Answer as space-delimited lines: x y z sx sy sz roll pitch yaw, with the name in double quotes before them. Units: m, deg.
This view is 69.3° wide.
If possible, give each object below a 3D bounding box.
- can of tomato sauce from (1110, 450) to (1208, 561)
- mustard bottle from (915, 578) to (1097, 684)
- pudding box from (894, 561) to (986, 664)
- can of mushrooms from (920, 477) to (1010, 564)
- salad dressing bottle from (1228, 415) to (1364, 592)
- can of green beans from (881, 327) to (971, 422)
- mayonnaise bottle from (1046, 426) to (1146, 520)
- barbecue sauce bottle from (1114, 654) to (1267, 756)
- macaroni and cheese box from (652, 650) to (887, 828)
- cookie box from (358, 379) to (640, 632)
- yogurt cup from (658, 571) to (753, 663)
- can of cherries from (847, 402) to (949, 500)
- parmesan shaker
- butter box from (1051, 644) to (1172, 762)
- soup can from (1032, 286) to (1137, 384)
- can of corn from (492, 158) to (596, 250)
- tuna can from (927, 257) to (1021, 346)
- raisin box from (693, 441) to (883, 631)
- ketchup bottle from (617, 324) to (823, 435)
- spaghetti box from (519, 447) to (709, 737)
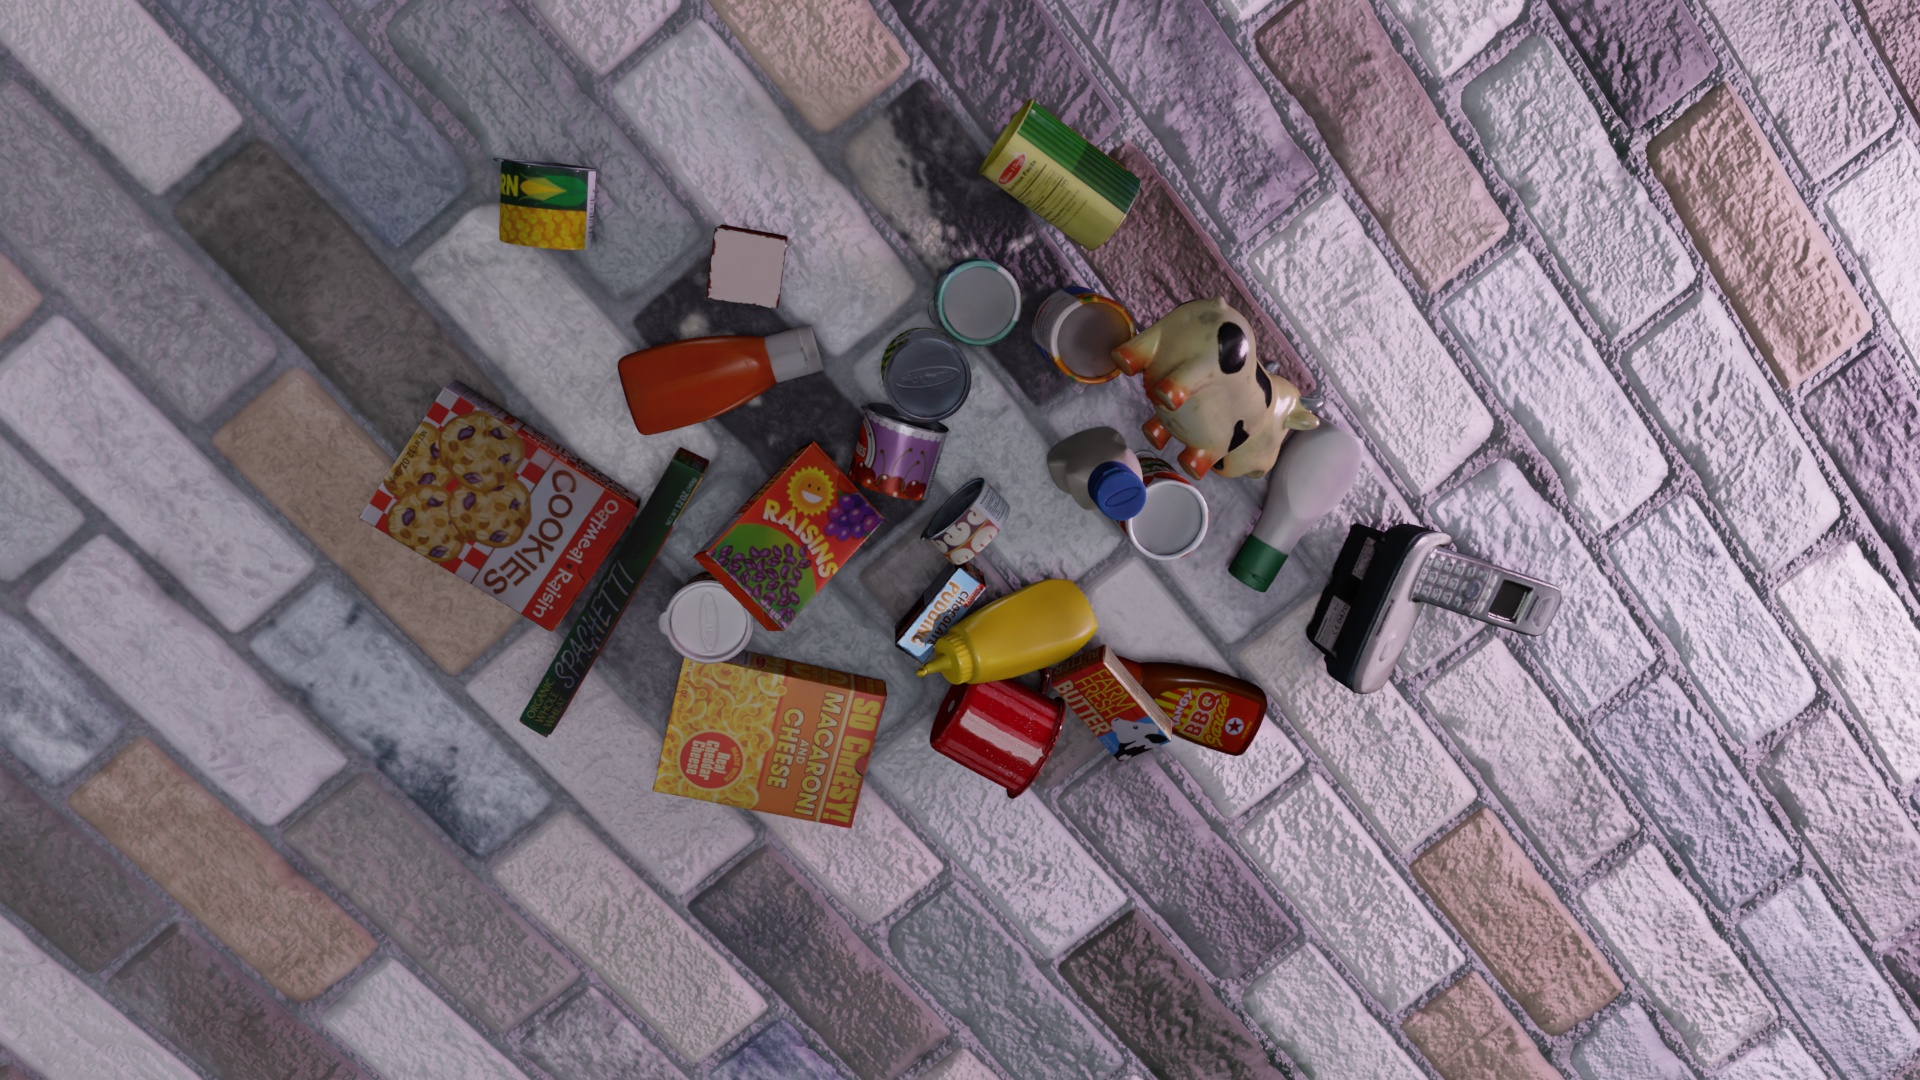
"can of tomato sauce" 0.155 -0.028 1.099 0.071 0.083 0.071 -2 106 -6
"mustard bottle" 0.030 0.079 1.097 0.161 0.048 0.065 -18 67 -29
"pudding box" -0.017 0.055 1.120 0.030 0.050 0.083 39 97 -11
"can of mushrooms" 0.004 -0.014 1.096 0.071 0.071 0.033 -44 106 6
"salad dressing bottle" 0.271 -0.028 1.133 0.064 0.044 0.147 27 101 -14
"can of green beans" -0.027 -0.128 1.066 0.071 0.058 0.071 -2 105 -6
"mayonnaise bottle" 0.107 -0.050 1.054 0.065 0.148 0.041 -24 106 1
"barbecue sauce bottle" 0.178 0.131 1.164 0.148 0.044 0.064 19 109 -10
"macaroni and cheese box" -0.155 0.160 1.137 0.166 0.040 0.123 13 104 -9
"cookie box" -0.351 -0.025 1.067 0.167 0.040 0.122 34 99 -13
"yogurt cup" -0.197 0.057 1.098 0.072 0.054 0.072 -2 105 -6
"can of cherries" -0.051 -0.069 1.075 0.071 0.072 0.058 15 104 -10
"parmesan shaker" 0.074 -0.270 1.038 0.103 0.071 0.071 33 99 -14
"butter box" 0.123 0.132 1.127 0.053 0.024 0.103 -28 118 26
"soup can" 0.097 -0.156 1.059 0.071 0.084 0.071 -2 105 -6
"can of corn" -0.300 -0.242 1.001 0.071 0.071 0.058 5 105 -7
"tuna can" 0.011 -0.183 1.069 0.071 0.033 0.071 -2 105 -6
"raisin box" -0.131 -0.003 1.071 0.086 0.040 0.124 47 67 -14
"ketchup bottle" -0.180 -0.128 1.057 0.149 0.043 0.064 -15 107 -2
"spaghetti box" -0.271 0.041 1.088 0.028 0.050 0.249 31 100 -11
